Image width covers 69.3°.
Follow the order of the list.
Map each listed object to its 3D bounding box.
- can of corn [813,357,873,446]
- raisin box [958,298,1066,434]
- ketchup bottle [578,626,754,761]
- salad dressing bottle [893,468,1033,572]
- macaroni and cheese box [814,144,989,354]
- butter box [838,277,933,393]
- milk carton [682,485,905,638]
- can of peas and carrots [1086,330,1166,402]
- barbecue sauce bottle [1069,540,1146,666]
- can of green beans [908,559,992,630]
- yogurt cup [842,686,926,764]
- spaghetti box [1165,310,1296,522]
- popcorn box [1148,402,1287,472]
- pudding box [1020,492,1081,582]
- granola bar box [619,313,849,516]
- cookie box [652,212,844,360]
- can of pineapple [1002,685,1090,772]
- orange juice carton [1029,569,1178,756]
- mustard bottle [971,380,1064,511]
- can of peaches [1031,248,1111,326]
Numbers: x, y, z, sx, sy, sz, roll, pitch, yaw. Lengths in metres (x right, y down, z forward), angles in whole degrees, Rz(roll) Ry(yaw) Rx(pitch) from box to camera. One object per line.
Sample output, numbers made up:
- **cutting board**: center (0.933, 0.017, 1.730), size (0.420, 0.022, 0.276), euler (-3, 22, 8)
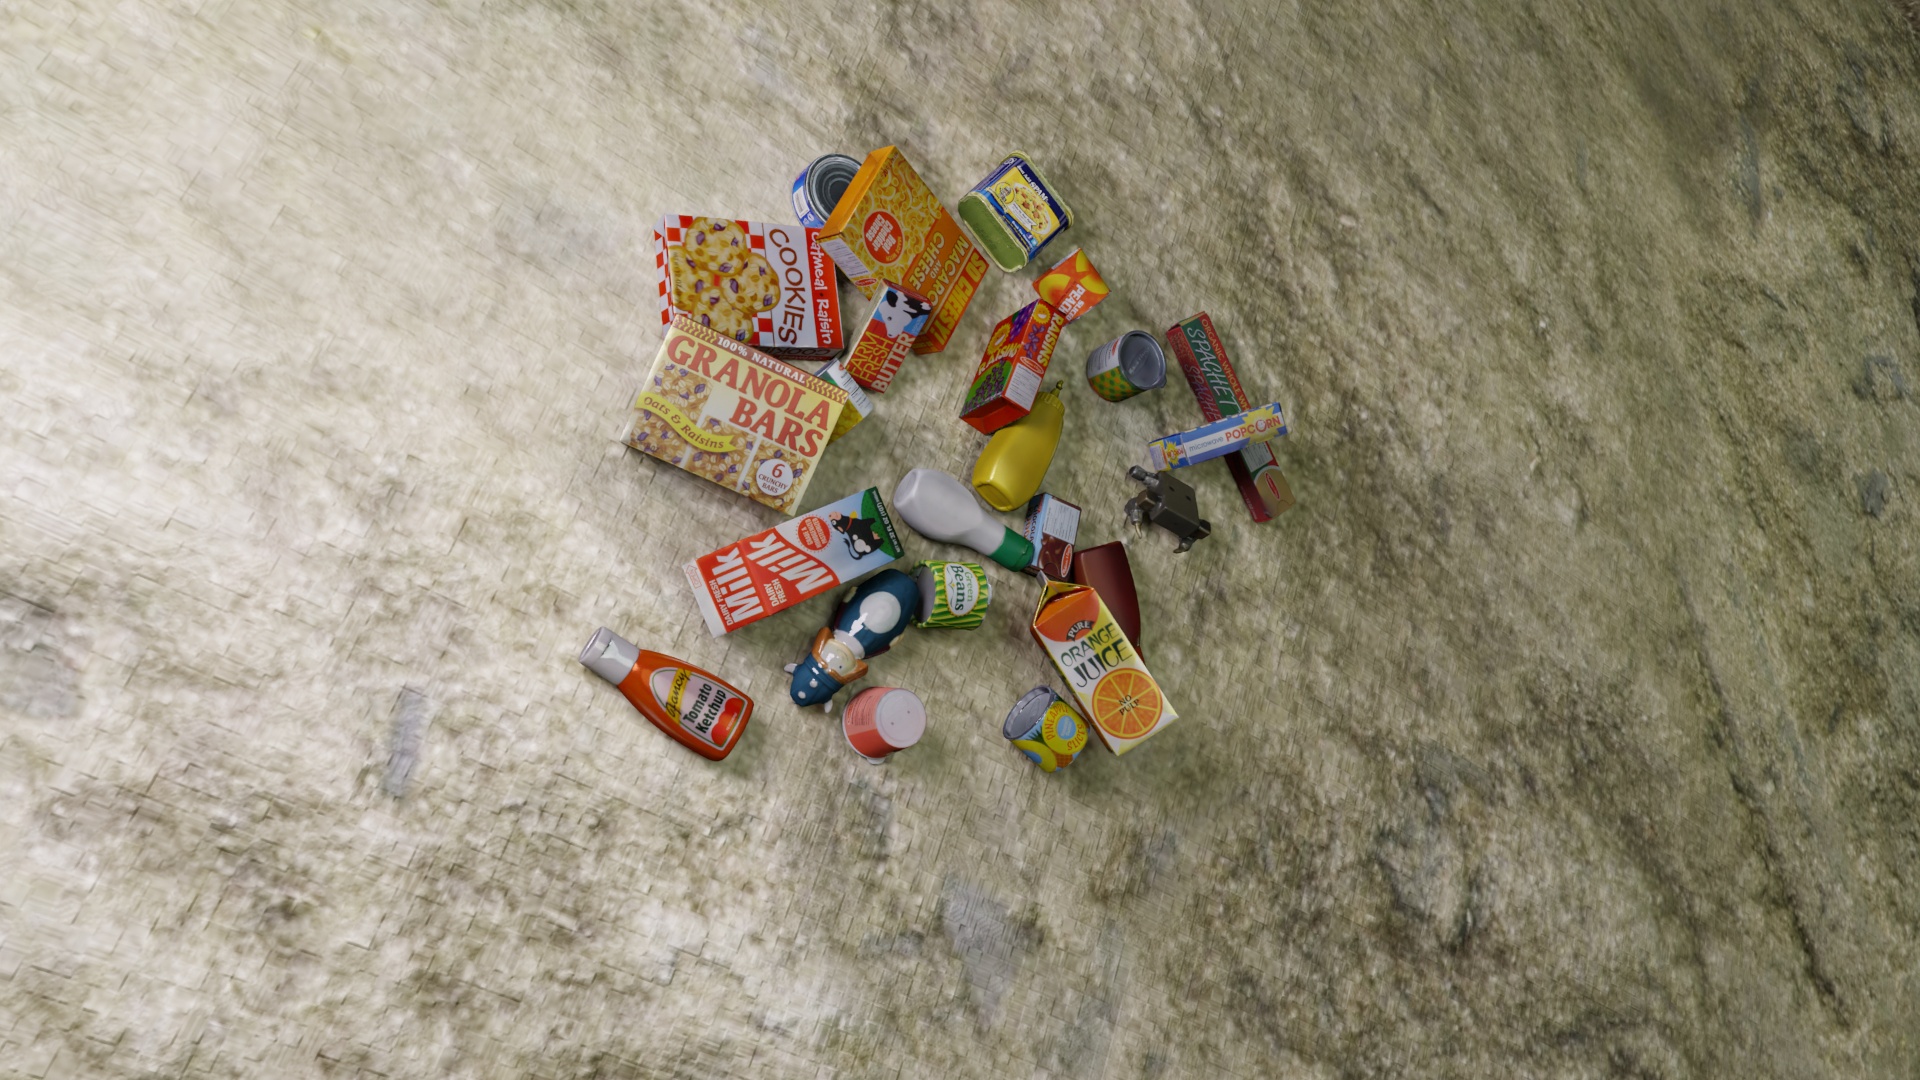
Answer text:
- **can of corn**: center (-0.126, -0.127, 1.304), size (0.058, 0.071, 0.071), euler (52, 59, -12)
- **raisin box**: center (0.054, -0.176, 1.412), size (0.040, 0.086, 0.124), euler (30, 65, -21)
- **ketchup bottle**: center (-0.251, 0.126, 1.179), size (0.148, 0.043, 0.065), euler (35, 63, -20)
- **salad dressing bottle**: center (0.005, -0.017, 1.371), size (0.147, 0.044, 0.064), euler (31, 63, -24)
- **macaroni and cheese box**: center (-0.054, -0.284, 1.371), size (0.166, 0.040, 0.124), euler (46, 58, -35)
- **butter box**: center (-0.074, -0.196, 1.338), size (0.053, 0.103, 0.024), euler (20, 25, -27)
- **milk carton**: center (-0.153, 0.020, 1.246), size (0.191, 0.073, 0.072), euler (-25, 93, -33)
- **can of peas and carrots**: center (0.182, -0.187, 1.510), size (0.071, 0.058, 0.071), euler (7, 76, -31)
- **barbecue sauce bottle**: center (0.159, 0.078, 1.444), size (0.065, 0.043, 0.148), euler (-15, 87, -33)
- **can of green beans**: center (-0.013, 0.052, 1.330), size (0.058, 0.071, 0.071), euler (5, 77, -31)
- **yogurt cup**: center (-0.067, 0.166, 1.278), size (0.072, 0.053, 0.072), euler (8, 74, -30)
- **spaghetti box**: center (0.311, -0.142, 1.597), size (0.050, 0.028, 0.250), euler (-29, 95, -33)
- **popcorn box**: center (0.281, -0.112, 1.520), size (0.127, 0.085, 0.038), euler (-18, 91, -17)
- **pudding box**: center (0.091, -0.002, 1.428), size (0.049, 0.030, 0.084), euler (22, 68, -27)
- **granola bar box**: center (-0.200, -0.110, 1.231), size (0.165, 0.039, 0.124), euler (24, 90, -16)
- **cookie box**: center (-0.197, -0.234, 1.299), size (0.168, 0.040, 0.123), euler (-2, 80, -31)
- **can of pineapple**: center (0.085, 0.184, 1.358), size (0.058, 0.071, 0.071), euler (42, 61, -18)
- **orange juice carton**: center (0.129, 0.113, 1.374), size (0.073, 0.071, 0.193), euler (-33, 84, -4)
- **mustard bottle**: center (0.070, -0.104, 1.428), size (0.065, 0.048, 0.161), euler (45, 59, -24)
- **can of peaches**: center (0.118, -0.269, 1.484), size (0.071, 0.071, 0.058), euler (-43, 102, -31)
